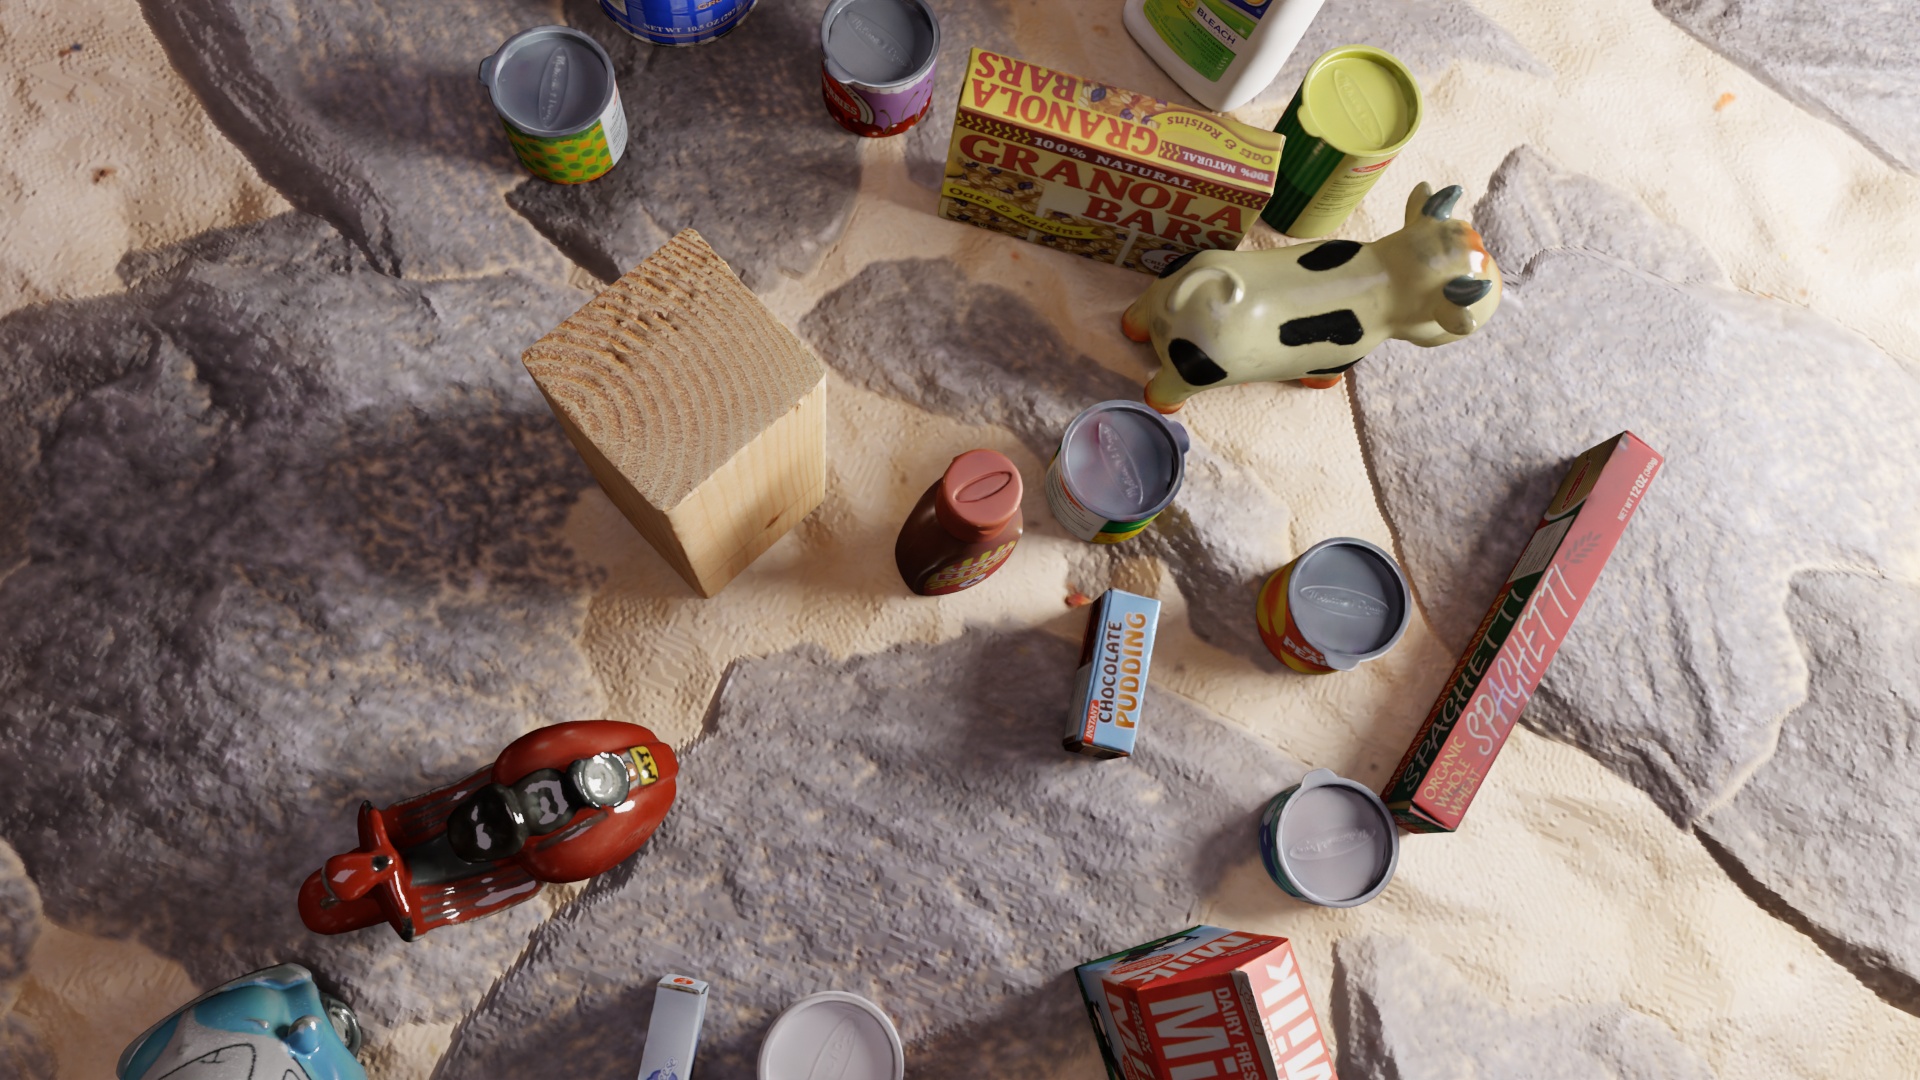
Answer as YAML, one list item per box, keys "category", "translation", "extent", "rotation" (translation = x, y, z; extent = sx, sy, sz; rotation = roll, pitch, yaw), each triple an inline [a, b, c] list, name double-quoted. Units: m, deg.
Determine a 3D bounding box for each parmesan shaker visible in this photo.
- category: "parmesan shaker"
  translation: [0.205, -0.220, 0.781]
  extent: [0.071, 0.103, 0.071]
  rotation: [1, 77, -6]

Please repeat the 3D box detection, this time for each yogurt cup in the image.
- category: "yogurt cup"
  translation: [-0.063, 0.250, 0.668]
  extent: [0.072, 0.054, 0.072]
  rotation: [1, 77, -6]

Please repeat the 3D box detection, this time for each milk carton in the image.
- category: "milk carton"
  translation: [0.111, 0.221, 0.623]
  extent: [0.073, 0.190, 0.072]
  rotation: [-16, 80, -9]

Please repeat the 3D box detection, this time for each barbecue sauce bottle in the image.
- category: "barbecue sauce bottle"
  translation: [0.002, -0.009, 0.687]
  extent: [0.065, 0.148, 0.044]
  rotation: [-22, 81, -10]

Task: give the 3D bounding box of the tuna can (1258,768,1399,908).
- category: "tuna can"
  translation: [0.191, 0.156, 0.728]
  extent: [0.071, 0.032, 0.071]
  rotation: [1, 77, -6]

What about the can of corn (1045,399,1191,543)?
- category: "can of corn"
  translation: [0.084, -0.037, 0.749]
  extent: [0.071, 0.058, 0.071]
  rotation: [1, 77, -6]

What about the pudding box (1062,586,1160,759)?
- category: "pudding box"
  translation: [0.079, 0.070, 0.727]
  extent: [0.030, 0.049, 0.084]
  rotation: [13, 76, -3]

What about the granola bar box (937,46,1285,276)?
- category: "granola bar box"
  translation: [0.075, -0.196, 0.751]
  extent: [0.166, 0.124, 0.039]
  rotation: [15, 76, -2]

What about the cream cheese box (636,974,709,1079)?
- category: "cream cheese box"
  translation: [-0.141, 0.262, 0.658]
  extent: [0.024, 0.053, 0.104]
  rotation: [11, 76, -3]

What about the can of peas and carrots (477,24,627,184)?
- category: "can of peas and carrots"
  translation: [-0.222, -0.238, 0.764]
  extent: [0.071, 0.058, 0.071]
  rotation: [1, 77, -6]

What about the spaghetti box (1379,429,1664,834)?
- category: "spaghetti box"
  translation: [0.304, 0.050, 0.756]
  extent: [0.029, 0.050, 0.251]
  rotation: [35, 76, 2]

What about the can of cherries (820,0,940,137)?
- category: "can of cherries"
  translation: [-0.049, -0.271, 0.789]
  extent: [0.071, 0.058, 0.071]
  rotation: [1, 77, -6]

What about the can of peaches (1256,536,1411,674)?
- category: "can of peaches"
  translation: [0.197, 0.038, 0.743]
  extent: [0.071, 0.058, 0.071]
  rotation: [1, 77, -6]
